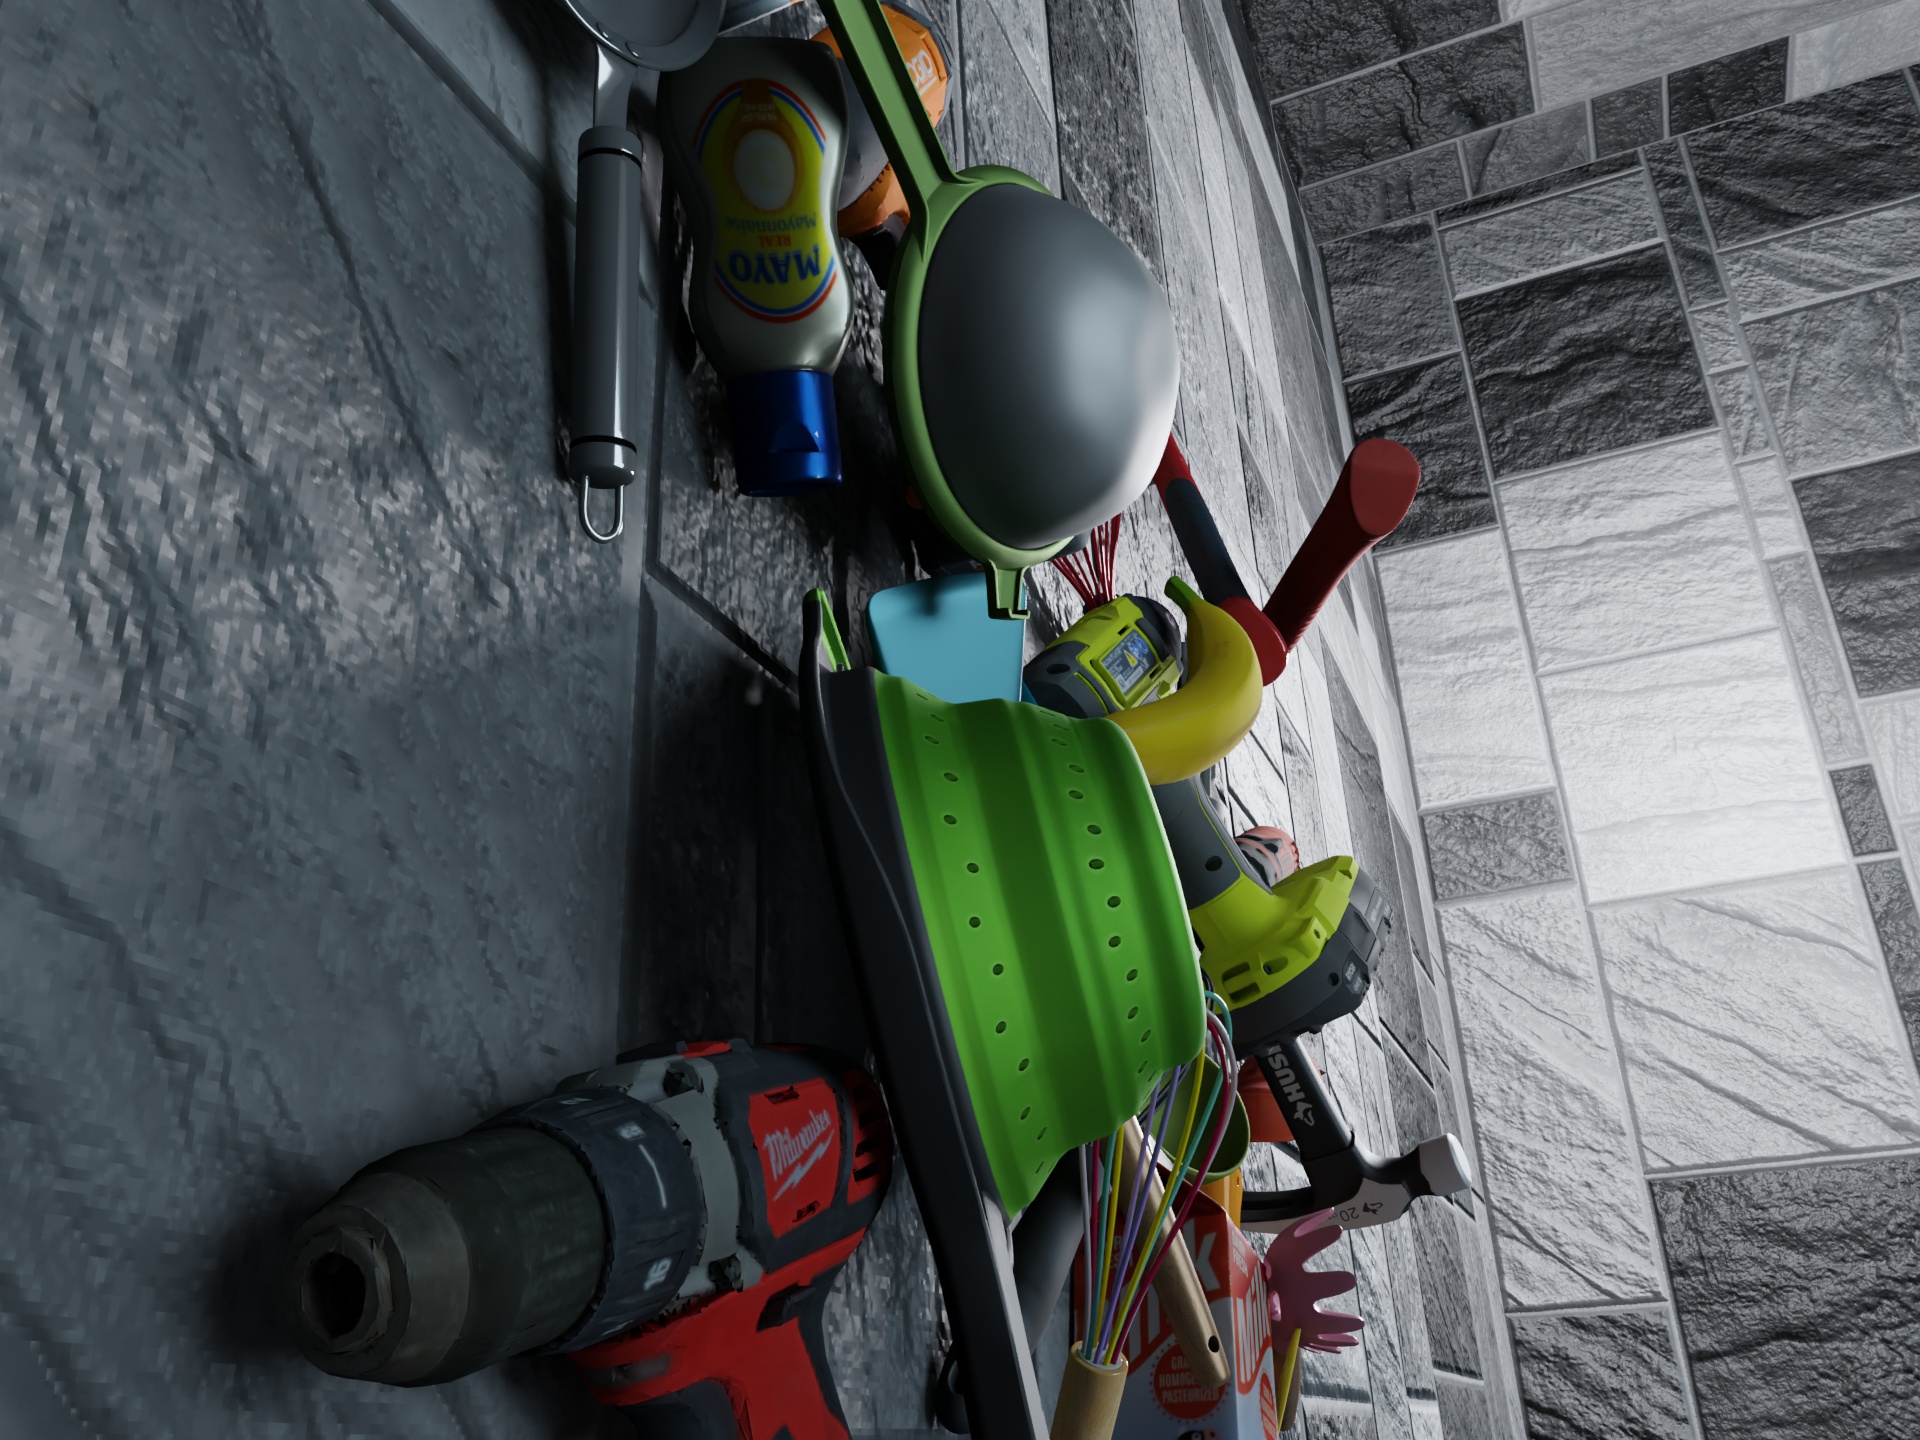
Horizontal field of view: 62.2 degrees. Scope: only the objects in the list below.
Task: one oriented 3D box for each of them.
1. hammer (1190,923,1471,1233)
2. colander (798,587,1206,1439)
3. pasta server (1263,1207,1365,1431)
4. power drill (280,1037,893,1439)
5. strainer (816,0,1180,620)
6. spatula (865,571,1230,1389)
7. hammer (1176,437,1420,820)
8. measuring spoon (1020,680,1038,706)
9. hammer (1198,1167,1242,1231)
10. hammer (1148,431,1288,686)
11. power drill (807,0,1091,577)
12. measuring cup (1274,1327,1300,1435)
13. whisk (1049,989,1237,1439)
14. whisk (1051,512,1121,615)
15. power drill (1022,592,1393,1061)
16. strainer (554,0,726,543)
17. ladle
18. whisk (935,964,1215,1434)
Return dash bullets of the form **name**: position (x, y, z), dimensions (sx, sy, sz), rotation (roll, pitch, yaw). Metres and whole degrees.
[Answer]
- **hammer**: position (0.155, 0.147, 0.912), dimensions (0.334, 0.146, 0.035), rotation (62, 21, -8)
- **colander**: position (0.036, 0.126, 0.452), dimensions (0.204, 0.094, 0.398), rotation (76, 0, -54)
- **pasta server**: position (0.180, 0.335, 0.844), dimensions (0.315, 0.040, 0.060), rotation (75, 4, -53)
- **power drill**: position (-0.058, 0.185, 0.345), dimensions (0.187, 0.080, 0.227), rotation (16, 60, -68)
- **strainer**: position (0.021, -0.167, 0.556), dimensions (0.151, 0.069, 0.256), rotation (-61, 138, -32)
- **spatula**: position (0.041, 0.096, 0.606), dimensions (0.082, 0.044, 0.318), rotation (-12, 75, -40)
- **hammer**: position (0.185, -0.058, 0.939), dimensions (0.358, 0.036, 0.149), rotation (107, -10, -64)
- **measuring spoon**: position (0.041, 0.032, 0.718), dimensions (0.128, 0.021, 0.042), rotation (62, -5, -18)
- **hammer**: position (0.137, 0.388, 0.807), dimensions (0.127, 0.034, 0.337), rotation (52, 32, -52)
- **hammer**: position (0.141, -0.127, 0.990), dimensions (0.387, 0.038, 0.143), rotation (-99, 166, -54)
- **power drill**: position (-0.015, -0.173, 0.668), dimensions (0.226, 0.084, 0.164), rotation (63, 27, -26)
- **measuring cup**: position (0.121, 0.347, 0.713), dimensions (0.062, 0.029, 0.156), rotation (42, 64, -71)
- **whisk**: position (0.054, 0.204, 0.566), dimensions (0.051, 0.047, 0.245), rotation (3, 102, -49)
- **whisk**: position (0.073, -0.078, 0.882), dimensions (0.073, 0.073, 0.295), rotation (-81, 156, -44)
- **power drill**: position (0.121, 0.042, 0.808), dimensions (0.223, 0.080, 0.171), rotation (55, 32, -3)
- **strainer**: position (-0.107, -0.177, 0.477), dimensions (0.086, 0.050, 0.258), rotation (15, 69, -53)
- **ladle**: position (0.067, 0.102, 0.731), dimensions (0.078, 0.062, 0.319), rotation (-78, 151, -50)
- **whisk**: position (0.045, 0.174, 0.626), dimensions (0.239, 0.055, 0.055), rotation (-53, 129, -46)
